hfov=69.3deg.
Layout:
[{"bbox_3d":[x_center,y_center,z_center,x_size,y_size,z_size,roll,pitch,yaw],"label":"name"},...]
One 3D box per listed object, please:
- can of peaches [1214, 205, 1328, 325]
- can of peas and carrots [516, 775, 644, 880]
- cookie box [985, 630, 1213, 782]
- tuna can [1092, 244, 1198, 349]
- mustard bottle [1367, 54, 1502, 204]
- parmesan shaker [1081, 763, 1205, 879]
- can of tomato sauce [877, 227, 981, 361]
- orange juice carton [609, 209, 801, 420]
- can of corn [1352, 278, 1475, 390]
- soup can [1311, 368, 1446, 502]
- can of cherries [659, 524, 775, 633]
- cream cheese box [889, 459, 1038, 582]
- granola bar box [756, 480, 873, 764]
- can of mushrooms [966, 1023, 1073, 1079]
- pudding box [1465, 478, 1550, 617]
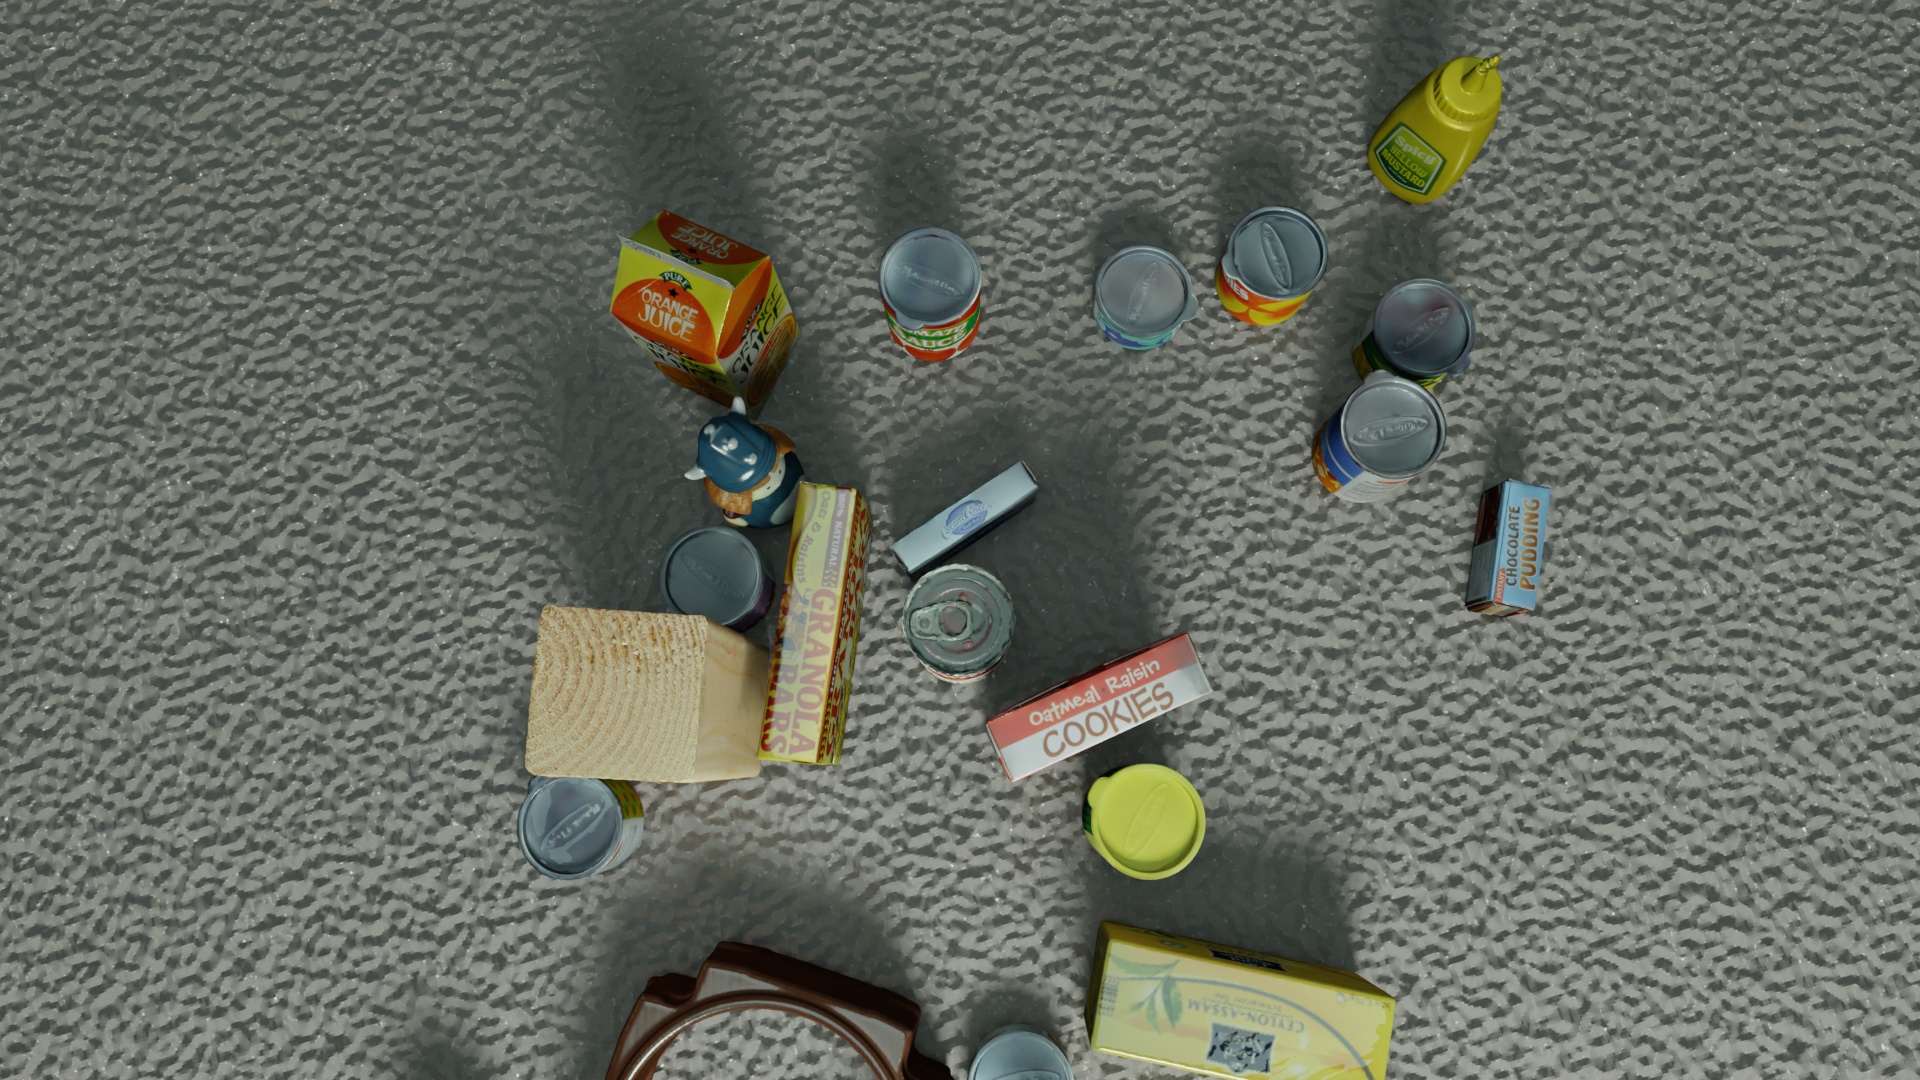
[{"bbox_3d":[0.207,-0.184,0.939,0.071,0.058,0.071,0,81,1],"label":"can of peaches"},{"bbox_3d":[-0.242,0.178,0.883,0.071,0.058,0.071,0,81,1],"label":"can of peas and carrots"},{"bbox_3d":[0.077,0.102,0.836,0.123,0.167,0.040,-24,81,-3],"label":"cookie box"},{"bbox_3d":[0.126,-0.165,0.950,0.071,0.033,0.071,0,80,1],"label":"tuna can"},{"bbox_3d":[0.313,-0.273,0.901,0.065,0.160,0.049,42,84,7],"label":"mustard bottle"},{"bbox_3d":[0.108,0.169,0.857,0.071,0.103,0.071,0,81,1],"label":"parmesan shaker"},{"bbox_3d":[-0.019,-0.160,0.926,0.071,0.083,0.071,0,81,1],"label":"can of tomato sauce"},{"bbox_3d":[-0.158,-0.143,0.870,0.072,0.192,0.073,25,82,5],"label":"orange juice carton"},{"bbox_3d":[0.303,-0.132,0.928,0.071,0.058,0.071,0,81,1],"label":"can of corn"},{"bbox_3d":[0.270,-0.066,0.905,0.071,0.083,0.071,0,81,1],"label":"soup can"},{"bbox_3d":[-0.160,0.029,0.908,0.071,0.058,0.071,0,81,1],"label":"can of cherries"},{"bbox_3d":[0.003,-0.011,0.915,0.104,0.053,0.024,-34,82,-5],"label":"cream cheese box"},{"bbox_3d":[-0.087,0.056,0.869,0.039,0.124,0.165,7,81,2],"label":"granola bar box"},{"bbox_3d":[0.037,0.339,0.864,0.071,0.033,0.071,0,80,1],"label":"can of mushrooms"},{"bbox_3d":[0.357,0.006,0.908,0.030,0.049,0.084,11,81,3],"label":"pudding box"}]
